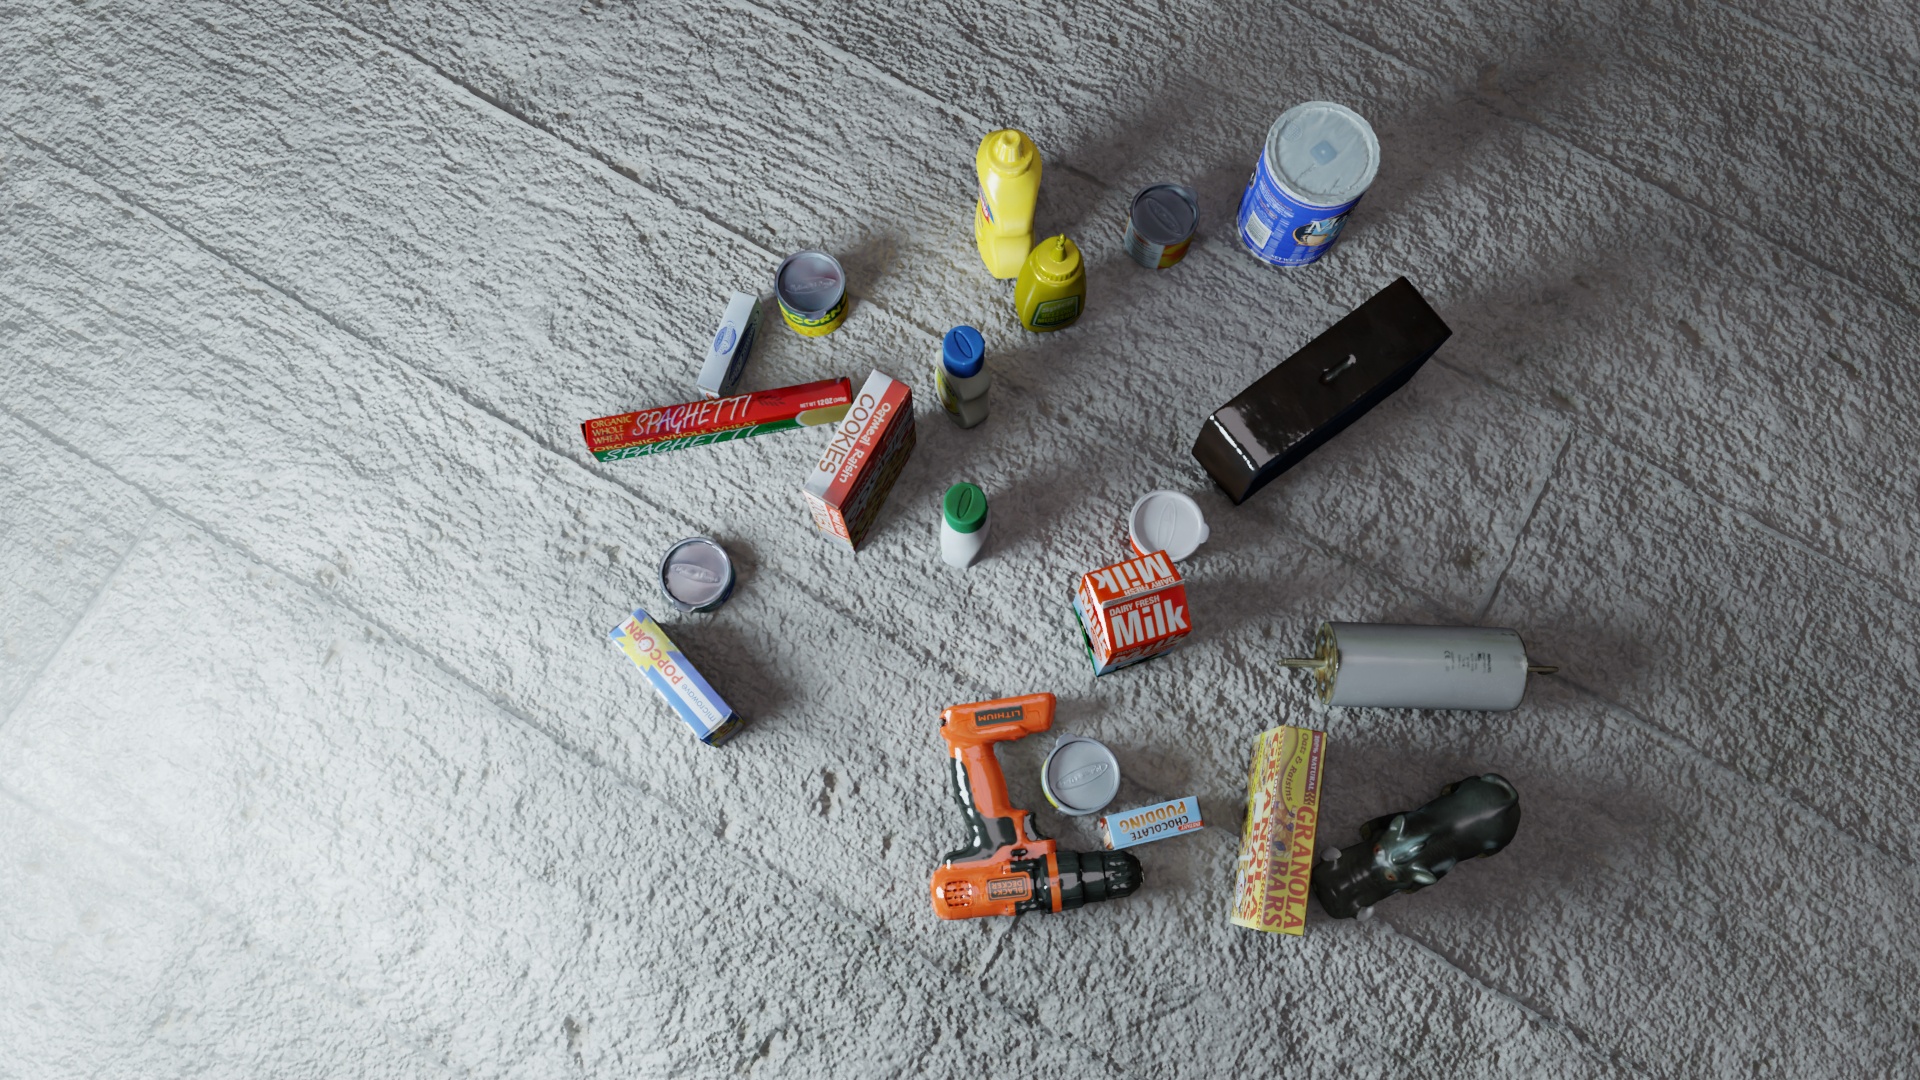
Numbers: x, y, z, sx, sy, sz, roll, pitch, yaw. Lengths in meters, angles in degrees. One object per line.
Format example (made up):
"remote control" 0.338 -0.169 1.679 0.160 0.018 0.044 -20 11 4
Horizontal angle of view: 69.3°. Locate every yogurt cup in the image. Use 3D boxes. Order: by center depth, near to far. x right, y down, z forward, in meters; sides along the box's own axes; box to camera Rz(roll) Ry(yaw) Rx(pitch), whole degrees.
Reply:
"yogurt cup" 0.185 -0.008 1.269 0.072 0.054 0.072 0 77 0

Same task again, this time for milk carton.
"milk carton" 0.145 0.061 1.182 0.072 0.190 0.073 -17 78 -4

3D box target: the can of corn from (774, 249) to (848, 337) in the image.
"can of corn" -0.140 -0.231 1.320 0.071 0.058 0.071 0 77 0

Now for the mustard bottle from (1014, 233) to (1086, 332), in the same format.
"mustard bottle" 0.085 -0.239 1.271 0.065 0.160 0.049 -13 77 -3

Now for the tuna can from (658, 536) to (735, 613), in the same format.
"tuna can" -0.240 0.034 1.267 0.071 0.032 0.071 0 76 0

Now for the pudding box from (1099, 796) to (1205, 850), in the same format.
"pudding box" 0.166 0.247 1.209 0.084 0.049 0.030 -12 77 -3

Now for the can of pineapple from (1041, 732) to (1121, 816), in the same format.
"can of pineapple" 0.104 0.205 1.215 0.071 0.057 0.071 0 77 0

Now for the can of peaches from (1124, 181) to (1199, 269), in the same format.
"can of peaches" 0.195 -0.304 1.339 0.071 0.058 0.071 0 77 0

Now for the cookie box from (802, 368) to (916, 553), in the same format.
"cookie box" -0.084 -0.066 1.224 0.040 0.167 0.123 27 78 6

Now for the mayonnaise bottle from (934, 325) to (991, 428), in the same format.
"mayonnaise bottle" 0.002 -0.151 1.255 0.041 0.147 0.065 -29 79 -7

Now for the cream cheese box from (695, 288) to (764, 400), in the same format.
"cream cheese box" -0.216 -0.179 1.309 0.024 0.053 0.104 19 77 4

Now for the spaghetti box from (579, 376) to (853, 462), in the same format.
"spaghetti box" -0.223 -0.112 1.294 0.250 0.050 0.029 -10 77 -3

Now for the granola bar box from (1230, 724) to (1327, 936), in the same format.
"granola bar box" 0.268 0.245 1.172 0.039 0.124 0.166 10 77 2

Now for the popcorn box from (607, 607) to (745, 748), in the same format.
"popcorn box" -0.247 0.122 1.219 0.038 0.085 0.127 -42 80 -9

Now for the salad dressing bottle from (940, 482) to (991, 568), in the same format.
"salad dressing bottle" 0.004 -0.015 1.222 0.044 0.147 0.064 18 77 4
